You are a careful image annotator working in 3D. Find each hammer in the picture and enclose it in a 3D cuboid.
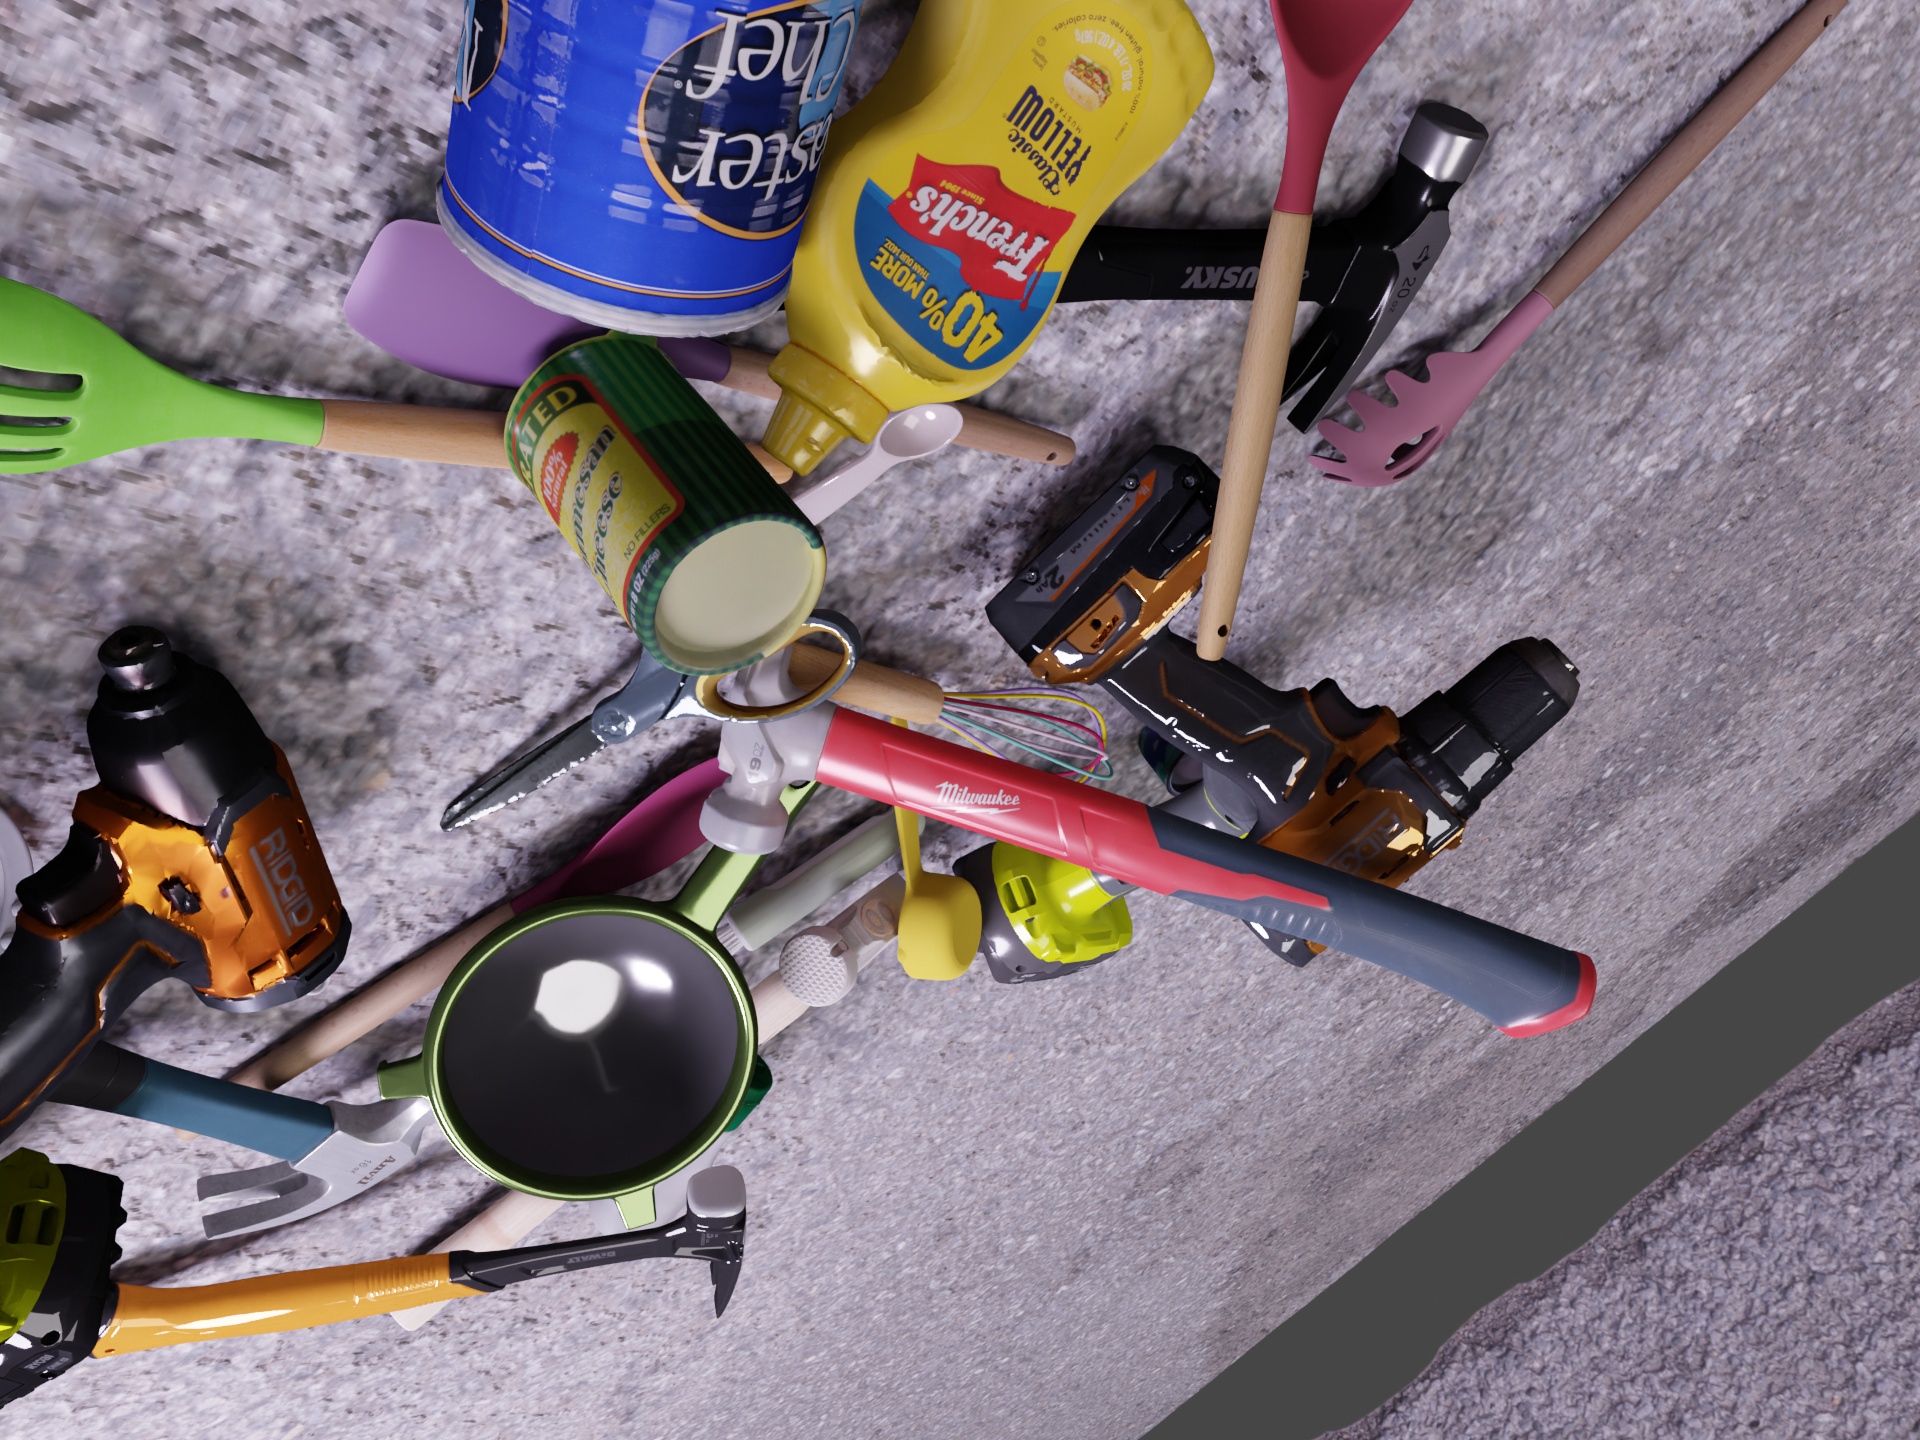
[{"bbox_3d":[-0.183,0.225,0.902,0.410,0.038,0.146,-40,175,20],"label":"hammer"},{"bbox_3d":[-0.355,0.144,0.652,0.128,0.033,0.330,-39,142,6],"label":"hammer"},{"bbox_3d":[0.089,0.042,0.680,0.386,0.038,0.143,18,109,0],"label":"hammer"},{"bbox_3d":[0.059,-0.174,0.624,0.334,0.035,0.146,-10,140,-32],"label":"hammer"},{"bbox_3d":[-0.285,0.303,0.856,0.336,0.034,0.127,-4,137,-15],"label":"hammer"}]

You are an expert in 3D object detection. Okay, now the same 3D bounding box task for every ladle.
[{"bbox_3d":[0.124,-0.169,0.611,0.069,0.031,0.315,-4,117,-23],"label":"ladle"}]

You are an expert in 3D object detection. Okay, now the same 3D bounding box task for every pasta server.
[{"bbox_3d":[0.298,-0.229,0.774,0.316,0.040,0.060,-47,145,12],"label":"pasta server"}]

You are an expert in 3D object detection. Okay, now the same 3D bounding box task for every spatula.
[{"bbox_3d":[-0.069,-0.125,0.590,0.315,0.018,0.059,4,141,-43],"label":"spatula"}]

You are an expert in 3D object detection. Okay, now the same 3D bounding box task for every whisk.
[{"bbox_3d":[-0.123,0.114,0.832,0.246,0.059,0.058,-34,-176,-8],"label":"whisk"},{"bbox_3d":[-0.002,0.000,0.790,0.244,0.051,0.047,16,128,-47],"label":"whisk"}]

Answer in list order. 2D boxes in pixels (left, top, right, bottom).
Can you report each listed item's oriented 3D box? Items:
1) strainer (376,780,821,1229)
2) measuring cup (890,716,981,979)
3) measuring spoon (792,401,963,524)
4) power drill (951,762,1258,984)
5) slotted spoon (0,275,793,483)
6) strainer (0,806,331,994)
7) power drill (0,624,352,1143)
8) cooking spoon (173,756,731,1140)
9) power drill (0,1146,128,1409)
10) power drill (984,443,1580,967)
[{"bbox_3d":[-0.144,0.103,0.755,0.151,0.069,0.256,36,90,-21],"label":"strainer"},{"bbox_3d":[-0.014,0.065,0.818,0.062,0.029,0.156,-50,140,-54],"label":"measuring cup"},{"bbox_3d":[-0.051,-0.097,0.627,0.124,0.018,0.034,-29,155,30],"label":"measuring spoon"},{"bbox_3d":[0.123,0.068,0.886,0.223,0.080,0.171,-30,161,27],"label":"power drill"},{"bbox_3d":[-0.184,-0.096,0.520,0.313,0.031,0.070,-2,144,-42],"label":"slotted spoon"},{"bbox_3d":[-0.336,0.083,0.604,0.258,0.050,0.087,36,66,-61],"label":"strainer"},{"bbox_3d":[-0.311,0.080,0.517,0.226,0.084,0.164,-48,150,-40],"label":"power drill"},{"bbox_3d":[-0.229,0.104,0.745,0.319,0.017,0.068,-33,154,-3],"label":"cooking spoon"},{"bbox_3d":[-0.455,0.195,0.578,0.190,0.080,0.228,-31,137,19],"label":"power drill"},{"bbox_3d":[0.146,-0.025,0.719,0.185,0.226,0.084,-43,-177,13],"label":"power drill"}]
